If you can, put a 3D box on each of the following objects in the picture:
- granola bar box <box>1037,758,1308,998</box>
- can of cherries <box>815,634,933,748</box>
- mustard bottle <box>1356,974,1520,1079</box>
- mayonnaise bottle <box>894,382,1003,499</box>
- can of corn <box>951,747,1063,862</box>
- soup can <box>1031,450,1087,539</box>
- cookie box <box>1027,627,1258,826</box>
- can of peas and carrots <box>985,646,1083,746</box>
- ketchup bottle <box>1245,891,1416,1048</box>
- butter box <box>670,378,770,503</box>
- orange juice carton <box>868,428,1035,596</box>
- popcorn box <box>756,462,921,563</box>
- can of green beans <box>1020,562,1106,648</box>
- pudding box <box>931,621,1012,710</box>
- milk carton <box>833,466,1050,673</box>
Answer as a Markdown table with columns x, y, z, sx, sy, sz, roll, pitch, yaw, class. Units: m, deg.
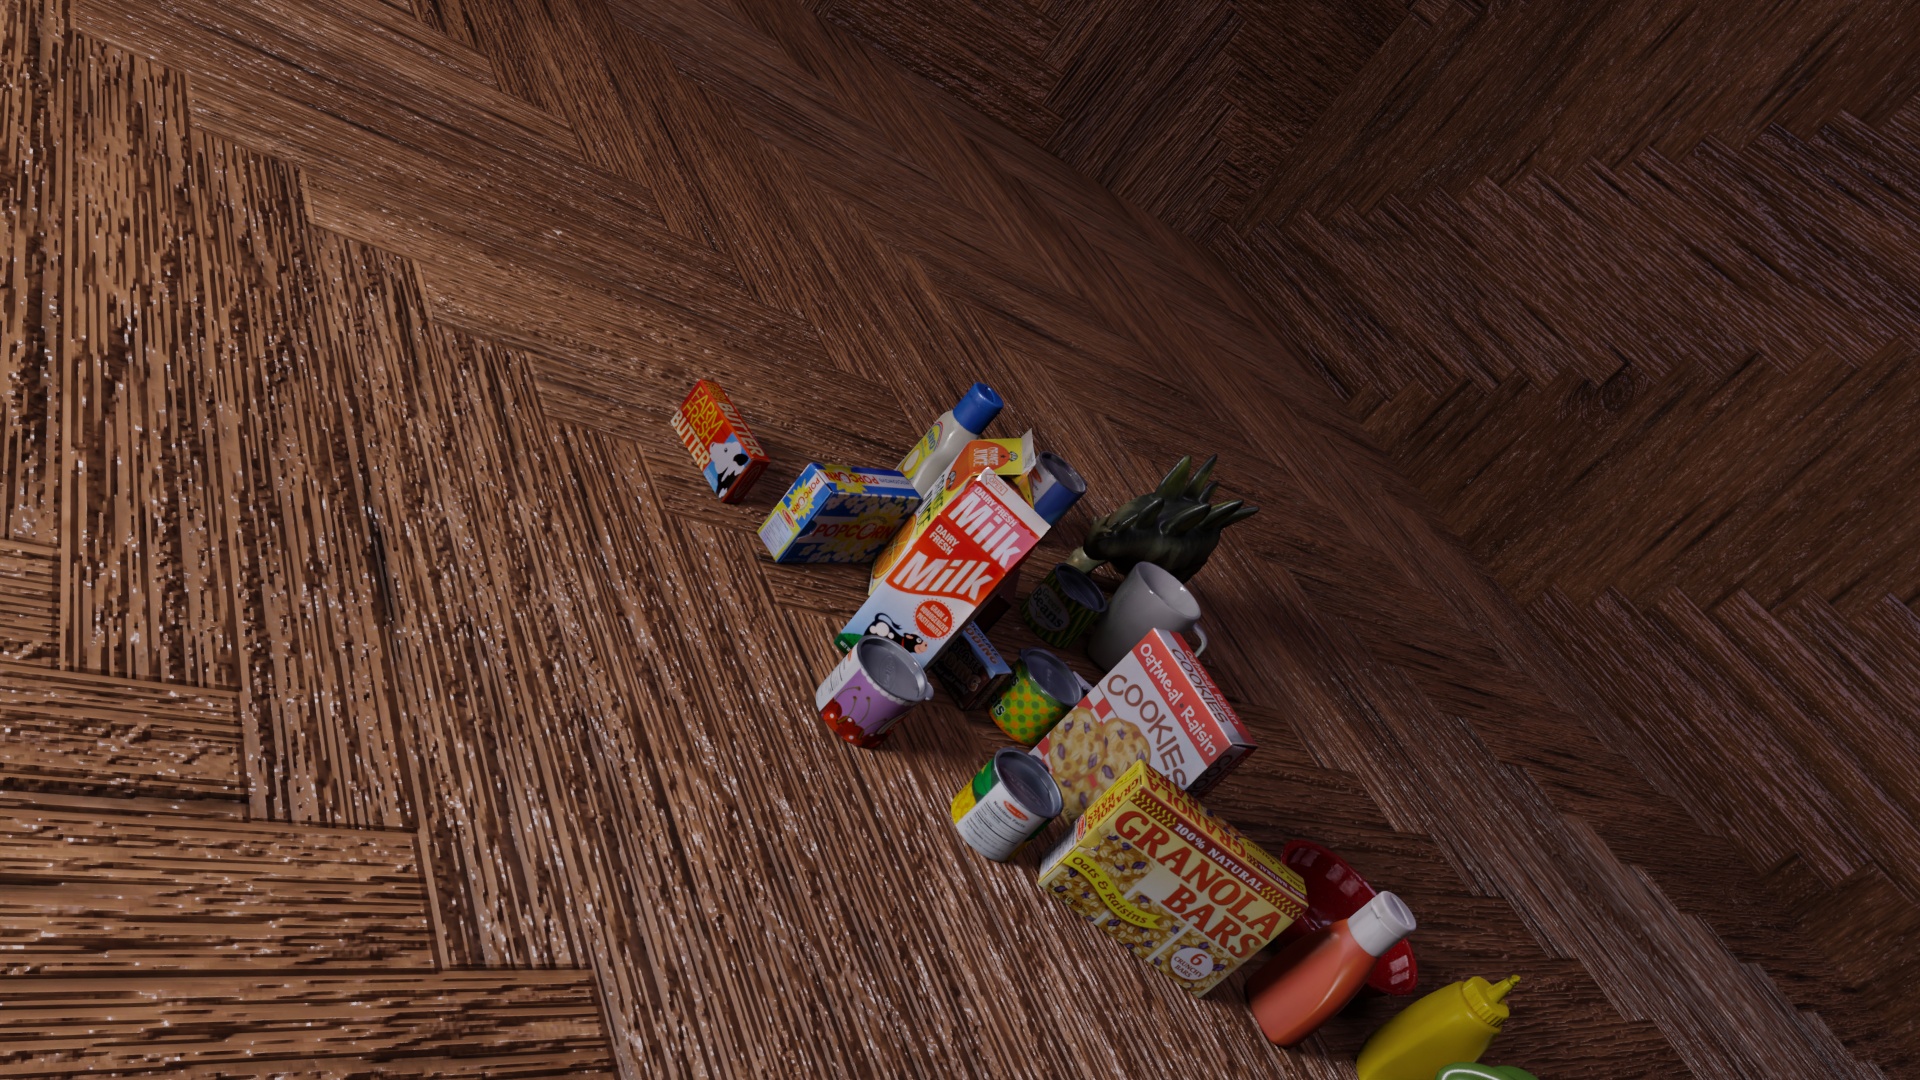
| x | y | z | sx | sy | sz | roll | pitch | yaw | class |
| --- | --- | --- | --- | --- | --- | --- | --- | --- | --- |
| 0.161 | 0.261 | 1.061 | 0.165 | 0.123 | 0.039 | 37 | 24 | -9 | granola bar box |
| -0.065 | 0.117 | 1.054 | 0.071 | 0.058 | 0.072 | 33 | 25 | -17 | can of cherries |
| 0.395 | 0.399 | 1.127 | 0.065 | 0.159 | 0.049 | 38 | 24 | -8 | mustard bottle |
| -0.016 | -0.091 | 1.369 | 0.041 | 0.147 | 0.065 | 29 | 26 | -26 | mayonnaise bottle |
| 0.036 | 0.201 | 1.060 | 0.071 | 0.058 | 0.071 | 33 | 25 | -17 | can of corn |
| 0.089 | -0.045 | 1.525 | 0.071 | 0.083 | 0.072 | 33 | 25 | -18 | soup can |
| 0.146 | 0.172 | 1.137 | 0.040 | 0.166 | 0.123 | 15 | 35 | -45 | cookie box |
| 0.061 | 0.135 | 1.209 | 0.071 | 0.058 | 0.071 | 33 | 25 | -17 | can of peas and carrots |
| 0.293 | 0.335 | 1.099 | 0.043 | 0.148 | 0.065 | 25 | 28 | -32 | ketchup bottle |
| -0.208 | -0.086 | 1.196 | 0.024 | 0.053 | 0.104 | 6 | 41 | -53 | butter box |
| 0.004 | -0.015 | 1.216 | 0.073 | 0.192 | 0.072 | 34 | 25 | -16 | orange juice carton |
| -0.103 | -0.022 | 1.202 | 0.127 | 0.085 | 0.038 | 2 | 45 | -55 | popcorn box |
| 0.103 | 0.065 | 1.389 | 0.071 | 0.057 | 0.071 | 33 | 25 | -17 | can of green beans |
| 0.001 | 0.099 | 1.193 | 0.030 | 0.049 | 0.084 | 2 | 44 | -55 | pudding box |
| -0.011 | 0.032 | 1.117 | 0.072 | 0.190 | 0.074 | 44 | 24 | 6 | milk carton |
